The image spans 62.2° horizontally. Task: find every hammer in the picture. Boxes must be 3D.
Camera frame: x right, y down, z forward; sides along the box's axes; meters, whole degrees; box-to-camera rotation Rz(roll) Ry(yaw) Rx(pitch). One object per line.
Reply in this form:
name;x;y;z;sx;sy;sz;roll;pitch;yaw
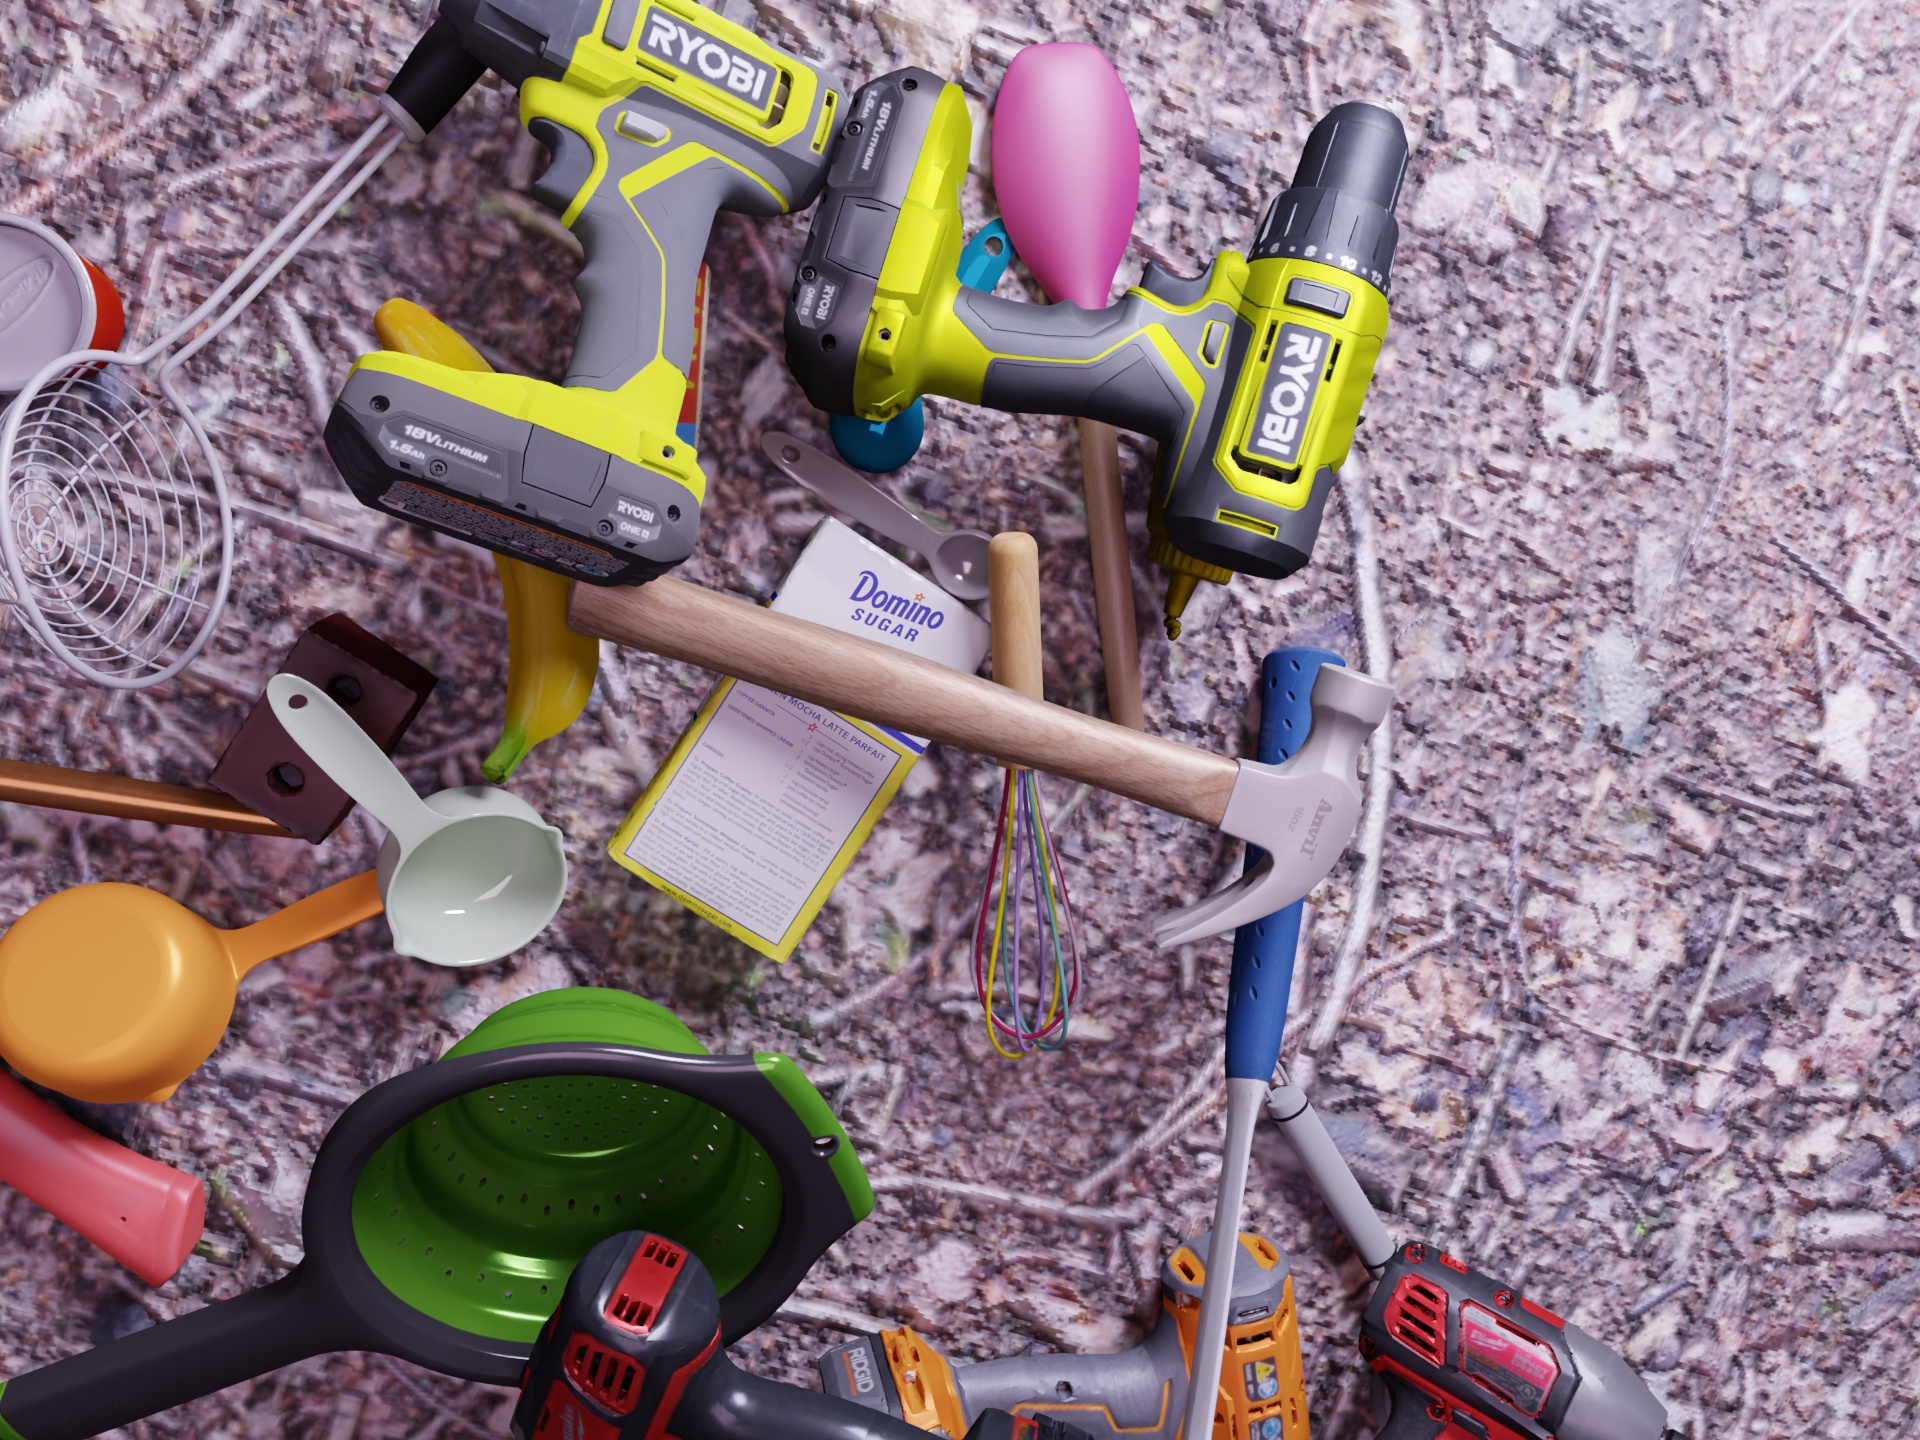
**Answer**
hammer;0.117;0.165;0.682;0.035;0.144;0.406;15;74;-15
hammer;-0.001;-0.002;0.651;0.331;0.031;0.130;17;99;1
hammer;-0.477;0.125;0.664;0.359;0.037;0.149;43;91;-11

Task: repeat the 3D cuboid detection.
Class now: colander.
colander;-0.238;0.210;0.677;0.397;0.095;0.204;-21;124;4

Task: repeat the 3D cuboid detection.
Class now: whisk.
whisk;0.026;0.040;0.696;0.047;0.051;0.245;-9;109;-19

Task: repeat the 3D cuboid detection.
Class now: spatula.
spatula;-0.426;0.014;0.633;0.322;0.041;0.081;11;58;-18

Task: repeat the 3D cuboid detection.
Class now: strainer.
strainer;0.212;0.275;0.784;0.087;0.050;0.258;-34;99;-18

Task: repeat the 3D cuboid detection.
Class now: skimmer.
skimmer;-0.241;-0.177;0.623;0.090;0.127;0.363;38;85;18

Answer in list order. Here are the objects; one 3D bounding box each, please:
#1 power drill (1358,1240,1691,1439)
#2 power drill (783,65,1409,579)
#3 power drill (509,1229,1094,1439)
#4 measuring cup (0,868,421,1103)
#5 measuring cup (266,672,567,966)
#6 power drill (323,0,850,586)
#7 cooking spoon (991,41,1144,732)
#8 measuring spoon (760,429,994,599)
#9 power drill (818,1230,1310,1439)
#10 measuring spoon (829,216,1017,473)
power drill;0.215;0.361;0.700;0.143;0.078;0.220;24;82;27
power drill;0.060;-0.178;0.643;0.228;0.080;0.190;17;88;3
power drill;-0.078;0.320;0.645;0.226;0.080;0.187;24;118;1
measuring cup;-0.314;0.094;0.663;0.173;0.052;0.095;-24;75;-13
measuring cup;-0.228;0.034;0.652;0.083;0.038;0.167;-38;129;-9
power drill;-0.149;-0.177;0.602;0.171;0.080;0.223;19;78;-25
cooking spoon;0.061;-0.135;0.709;0.068;0.017;0.319;-9;101;-13
measuring spoon;-0.033;-0.096;0.705;0.124;0.018;0.034;31;127;-6
power drill;0.058;0.348;0.753;0.226;0.084;0.164;-11;101;-10
measuring spoon;-0.012;-0.165;0.693;0.042;0.021;0.128;33;93;-11
